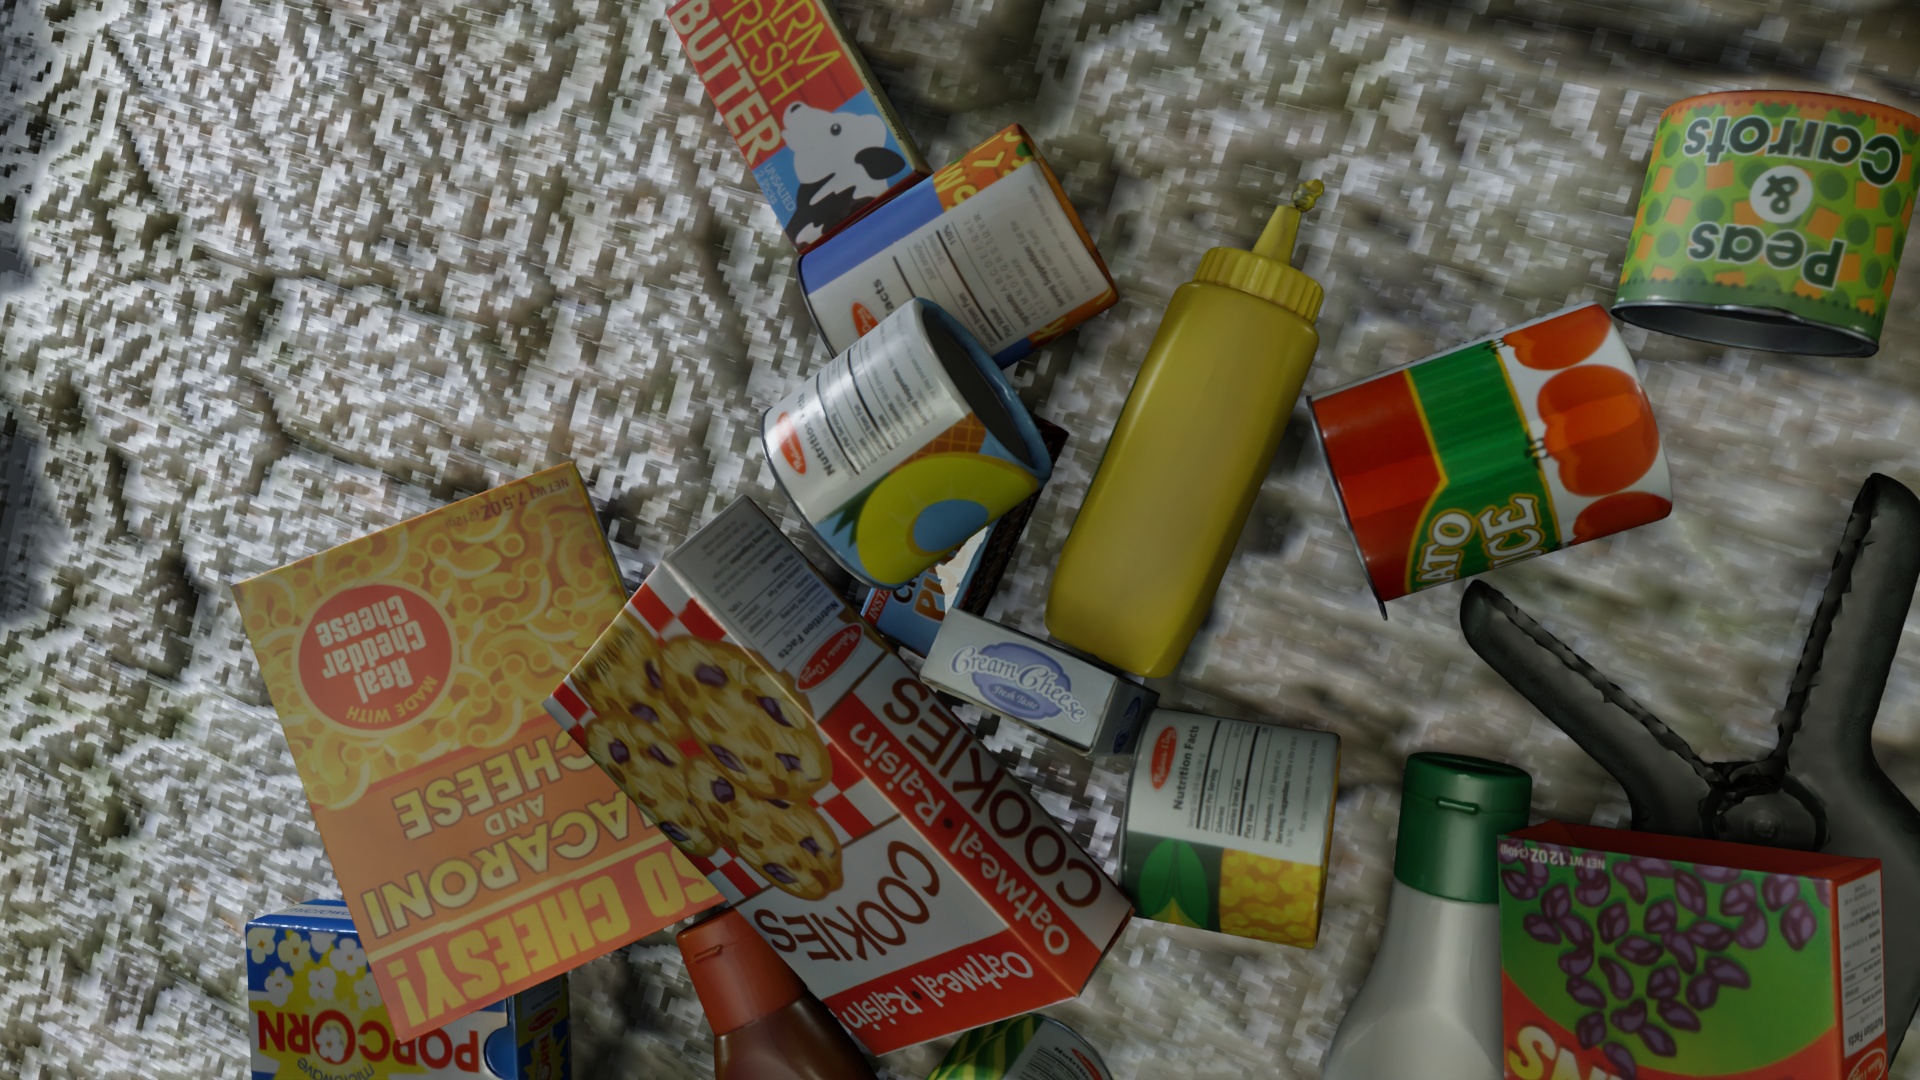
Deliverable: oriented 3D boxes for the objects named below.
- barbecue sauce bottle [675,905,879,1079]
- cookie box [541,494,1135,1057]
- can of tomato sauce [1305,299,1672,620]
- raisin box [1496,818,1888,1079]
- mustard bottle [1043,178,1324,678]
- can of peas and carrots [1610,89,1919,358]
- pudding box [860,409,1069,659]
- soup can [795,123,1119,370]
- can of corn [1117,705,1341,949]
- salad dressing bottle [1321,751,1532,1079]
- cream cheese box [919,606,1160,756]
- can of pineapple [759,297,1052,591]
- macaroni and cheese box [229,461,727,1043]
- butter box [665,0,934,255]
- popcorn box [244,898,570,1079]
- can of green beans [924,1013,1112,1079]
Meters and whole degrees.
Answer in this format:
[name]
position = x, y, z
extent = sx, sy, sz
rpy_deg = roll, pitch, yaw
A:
[barbecue sauce bottle]
position = -0.056, 0.200, 0.488
extent = 0.065, 0.044, 0.148
rpy_deg = -26, 83, 17
[cookie box]
position = -0.043, 0.081, 0.434
extent = 0.167, 0.040, 0.122
rpy_deg = 47, 140, -3
[can of tomato sauce]
position = 0.151, -0.023, 0.402
extent = 0.083, 0.071, 0.071
rpy_deg = -19, 86, 17
[raisin box]
position = 0.190, 0.141, 0.364
extent = 0.086, 0.040, 0.123
rpy_deg = -4, 86, 47
[mustard bottle]
position = 0.075, -0.038, 0.431
extent = 0.049, 0.065, 0.160
rpy_deg = 23, 92, 13
[can of peas and carrots]
position = 0.218, -0.085, 0.376
extent = 0.071, 0.071, 0.058
rpy_deg = 14, 96, 17
[pudding box]
position = 0.002, -0.006, 0.460
extent = 0.030, 0.050, 0.083
rpy_deg = 27, 100, 14
[soup can]
position = 0.000, -0.085, 0.451
extent = 0.083, 0.071, 0.071
rpy_deg = -29, 83, 13
[can of corn]
position = 0.084, 0.089, 0.429
extent = 0.058, 0.071, 0.071
rpy_deg = 6, 94, 17
[salad dressing bottle]
position = 0.146, 0.140, 0.421
extent = 0.064, 0.044, 0.147
rpy_deg = 7, 93, 28
[cream cheese box]
position = 0.027, 0.045, 0.424
extent = 0.053, 0.103, 0.024
rpy_deg = 22, 88, 16
[can of pineapple]
position = -0.014, -0.027, 0.405
extent = 0.057, 0.071, 0.071
rpy_deg = -35, 81, 17
[macaroni and cheese box]
position = -0.165, 0.072, 0.497
extent = 0.124, 0.040, 0.166
rpy_deg = -22, 85, -11
[butter box]
position = -0.057, -0.156, 0.489
extent = 0.053, 0.024, 0.103
rpy_deg = -31, 82, 16
[popcorn box]
position = -0.216, 0.189, 0.543
extent = 0.126, 0.038, 0.085
rpy_deg = -2, 90, 18
[can of green beans]
position = 0.014, 0.198, 0.457
extent = 0.071, 0.058, 0.071
rpy_deg = 1, 92, 18
